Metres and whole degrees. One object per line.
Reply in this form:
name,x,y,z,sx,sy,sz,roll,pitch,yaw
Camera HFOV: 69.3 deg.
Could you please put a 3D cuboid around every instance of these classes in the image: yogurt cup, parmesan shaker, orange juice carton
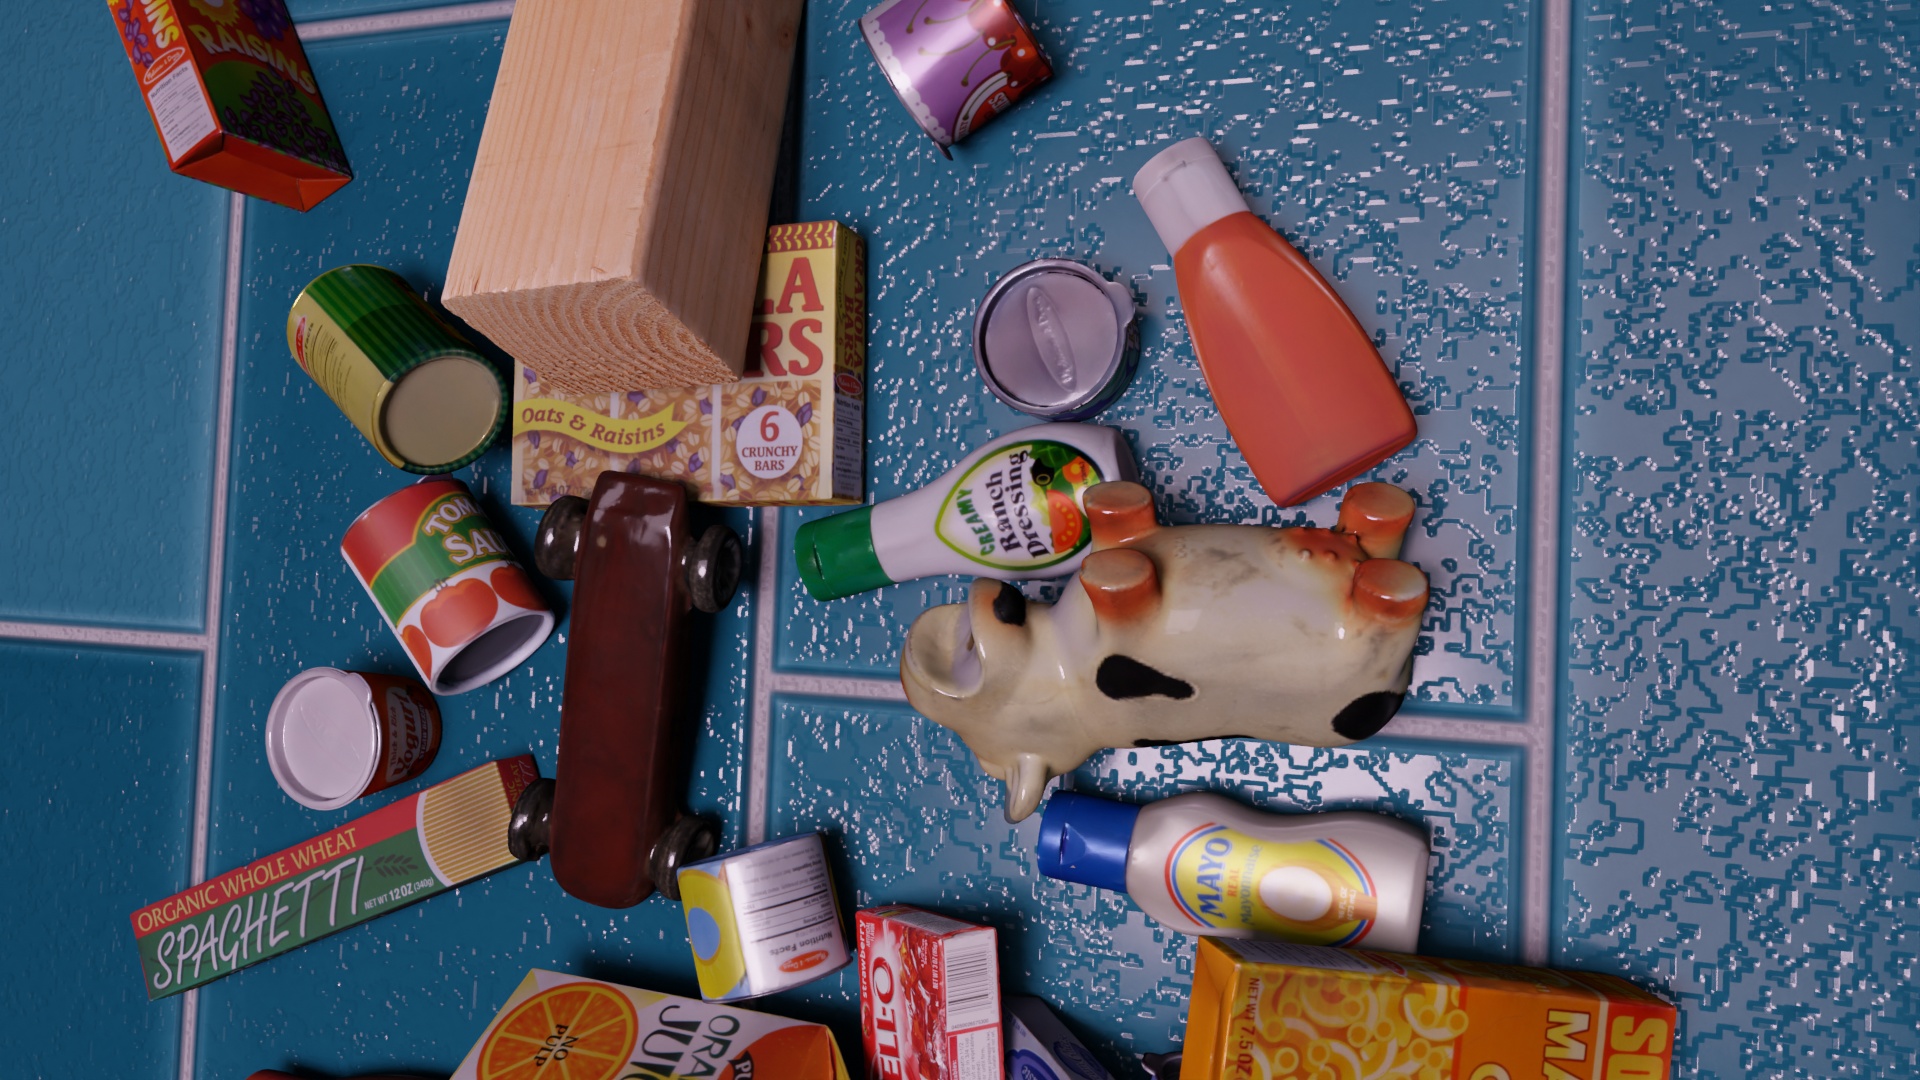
yogurt cup,-0.296,0.095,0.684,0.072,0.054,0.072,-1,87,19
parmesan shaker,-0.267,-0.080,0.663,0.103,0.071,0.071,37,100,36
orange juice carton,-0.113,0.247,0.589,0.193,0.073,0.071,4,123,20

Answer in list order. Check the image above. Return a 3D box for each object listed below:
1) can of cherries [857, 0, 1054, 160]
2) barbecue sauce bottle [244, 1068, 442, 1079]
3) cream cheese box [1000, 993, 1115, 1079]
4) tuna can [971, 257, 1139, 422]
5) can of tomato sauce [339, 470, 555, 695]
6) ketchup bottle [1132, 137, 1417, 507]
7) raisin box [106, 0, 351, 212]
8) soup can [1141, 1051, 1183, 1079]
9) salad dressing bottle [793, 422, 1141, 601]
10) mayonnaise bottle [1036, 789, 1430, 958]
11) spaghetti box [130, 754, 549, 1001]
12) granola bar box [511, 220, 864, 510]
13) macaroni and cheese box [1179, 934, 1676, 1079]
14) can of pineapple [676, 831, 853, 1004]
can of cherries,0.000,-0.208,0.591,0.058,0.071,0.071,-31,78,14
barbecue sauce bottle,-0.287,0.290,0.677,0.148,0.044,0.065,4,90,20
cream cheese box,0.038,0.229,0.546,0.104,0.024,0.053,27,101,61
tuna can,0.043,-0.085,0.586,0.071,0.033,0.071,-1,87,19
can of tomato sauce,-0.242,0.021,0.663,0.071,0.071,0.083,-41,76,13
ketchup bottle,0.119,-0.090,0.555,0.064,0.043,0.149,-30,78,16
raisin box,-0.376,-0.239,0.712,0.040,0.086,0.123,-29,79,18
soup can,0.091,0.251,0.535,0.071,0.071,0.083,20,94,19
salad dressing bottle,0.002,-0.007,0.591,0.147,0.044,0.064,-15,90,18
mayonnaise bottle,0.106,0.130,0.549,0.148,0.041,0.064,8,91,19
spaghetti box,-0.316,0.173,0.700,0.250,0.029,0.050,-23,79,16
granola bar box,-0.126,-0.077,0.641,0.165,0.039,0.124,0,87,19
macaroni and cheese box,0.159,0.210,0.488,0.167,0.040,0.123,9,88,-11
can of pineapple,-0.086,0.162,0.602,0.071,0.071,0.058,-16,82,18
